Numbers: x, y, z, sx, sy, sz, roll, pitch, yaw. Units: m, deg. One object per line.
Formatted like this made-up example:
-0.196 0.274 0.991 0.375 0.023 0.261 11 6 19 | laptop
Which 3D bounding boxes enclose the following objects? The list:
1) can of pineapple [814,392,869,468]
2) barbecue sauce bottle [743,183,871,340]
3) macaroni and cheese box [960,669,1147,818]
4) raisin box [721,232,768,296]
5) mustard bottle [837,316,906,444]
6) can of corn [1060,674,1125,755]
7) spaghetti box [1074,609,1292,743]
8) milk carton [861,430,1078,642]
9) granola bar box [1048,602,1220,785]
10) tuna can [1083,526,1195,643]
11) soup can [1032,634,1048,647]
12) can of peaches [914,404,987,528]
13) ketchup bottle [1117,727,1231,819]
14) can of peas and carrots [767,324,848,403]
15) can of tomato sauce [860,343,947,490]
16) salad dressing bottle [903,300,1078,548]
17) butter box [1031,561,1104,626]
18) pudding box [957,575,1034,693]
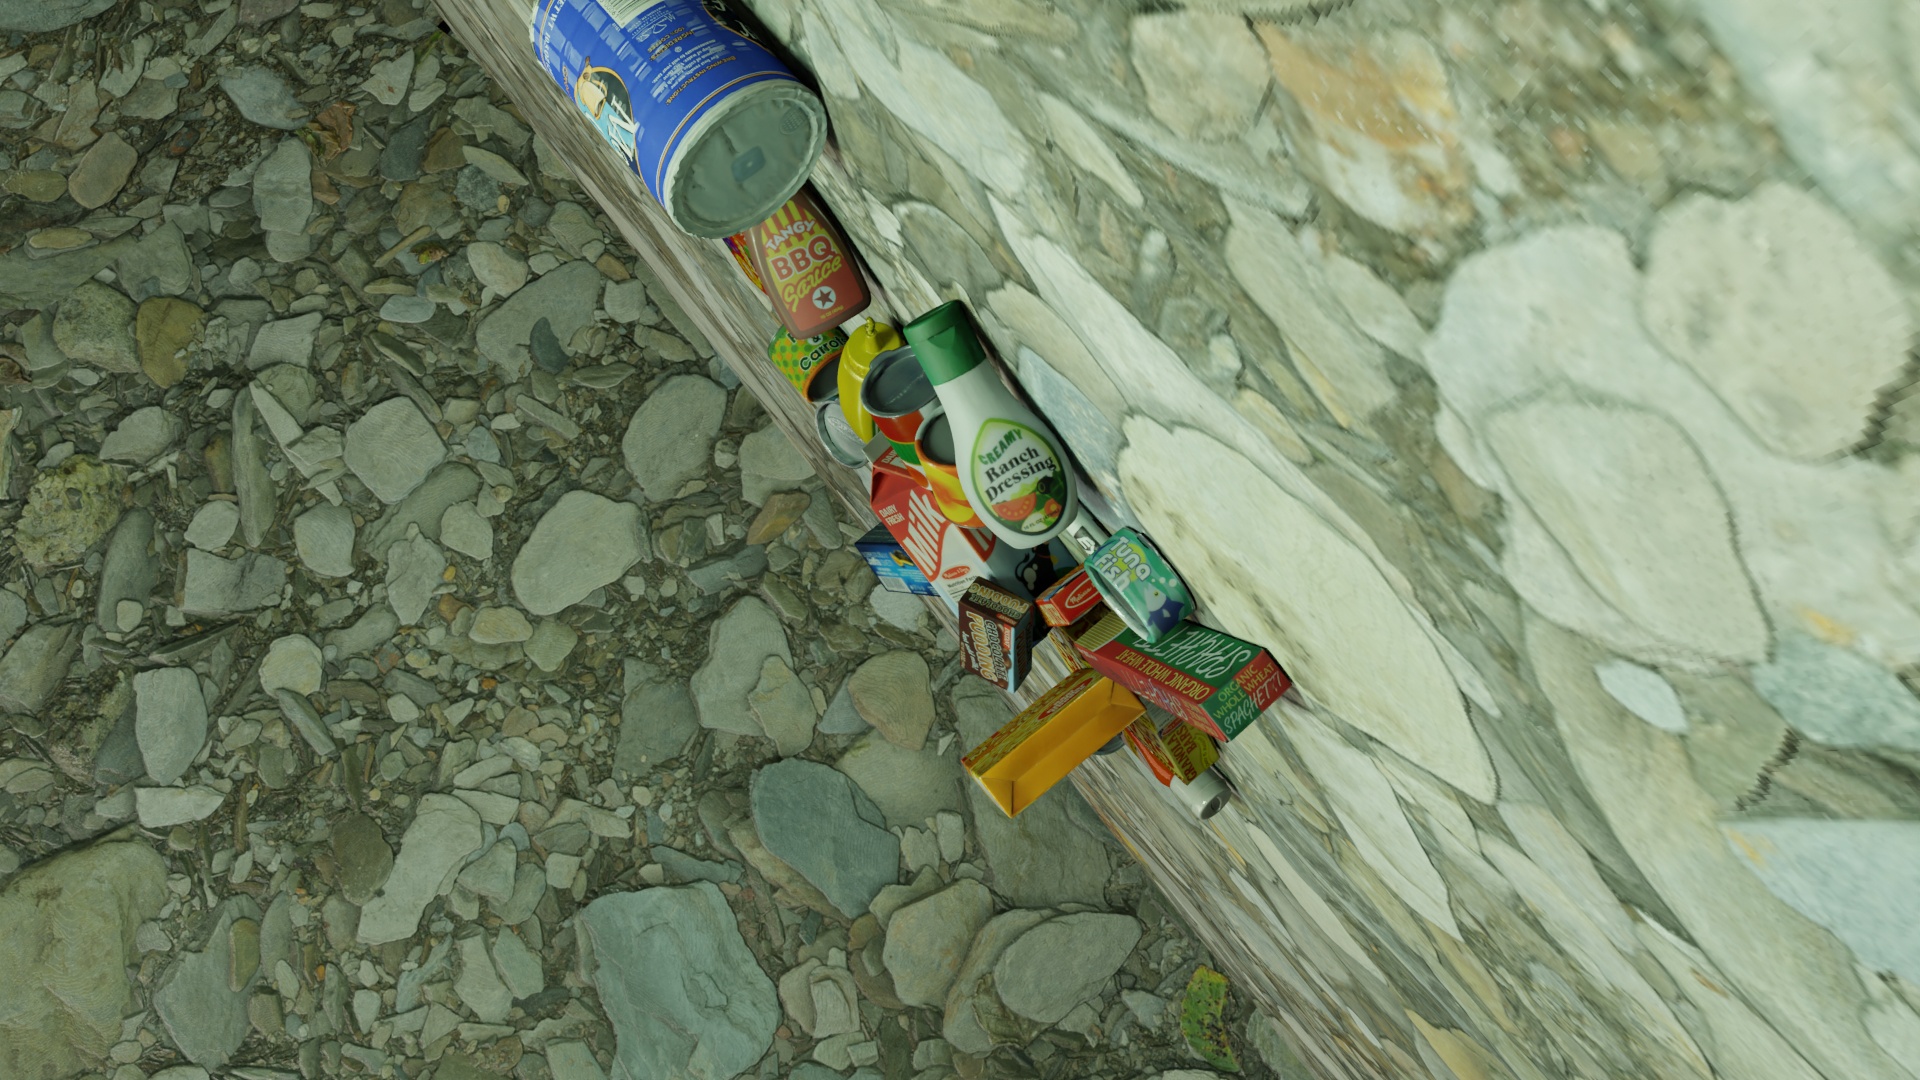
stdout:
-0.084 -0.105 1.216 0.071 0.058 0.070 27 136 30 | can of pineapple
-0.118 -0.213 0.933 0.148 0.065 0.044 63 177 -24 | barbecue sauce bottle
0.065 0.148 1.040 0.040 0.124 0.166 53 173 2 | macaroni and cheese box
-0.160 -0.240 1.169 0.124 0.040 0.085 44 171 43 | raisin box
-0.061 -0.122 1.033 0.049 0.065 0.159 54 171 17 | mustard bottle
0.124 0.163 1.324 0.071 0.071 0.058 54 174 -22 | can of corn
0.130 0.075 0.860 0.028 0.050 0.250 51 174 -10 | spaghetti box
0.004 -0.013 1.042 0.190 0.073 0.073 52 143 -13 | milk carton
0.127 0.104 1.105 0.166 0.039 0.123 44 169 49 | granola bar box
0.105 0.026 0.825 0.071 0.033 0.071 50 174 7 | tuna can
0.049 0.064 1.226 0.071 0.084 0.071 51 173 8 | soup can
0.011 -0.050 0.892 0.071 0.071 0.057 45 164 42 | can of peaches
0.169 0.173 1.185 0.149 0.043 0.064 46 172 36 | ketchup bottle
-0.132 -0.169 1.263 0.059 0.071 0.070 48 173 18 | can of peas and carrots
-0.022 -0.084 0.947 0.071 0.071 0.082 45 172 44 | can of tomato sauce
0.016 -0.067 0.813 0.147 0.064 0.044 60 -179 -14 | salad dressing bottle
0.082 0.035 0.958 0.024 0.053 0.103 53 174 1 | butter box
0.026 0.069 1.011 0.050 0.030 0.083 25 145 21 | pudding box
